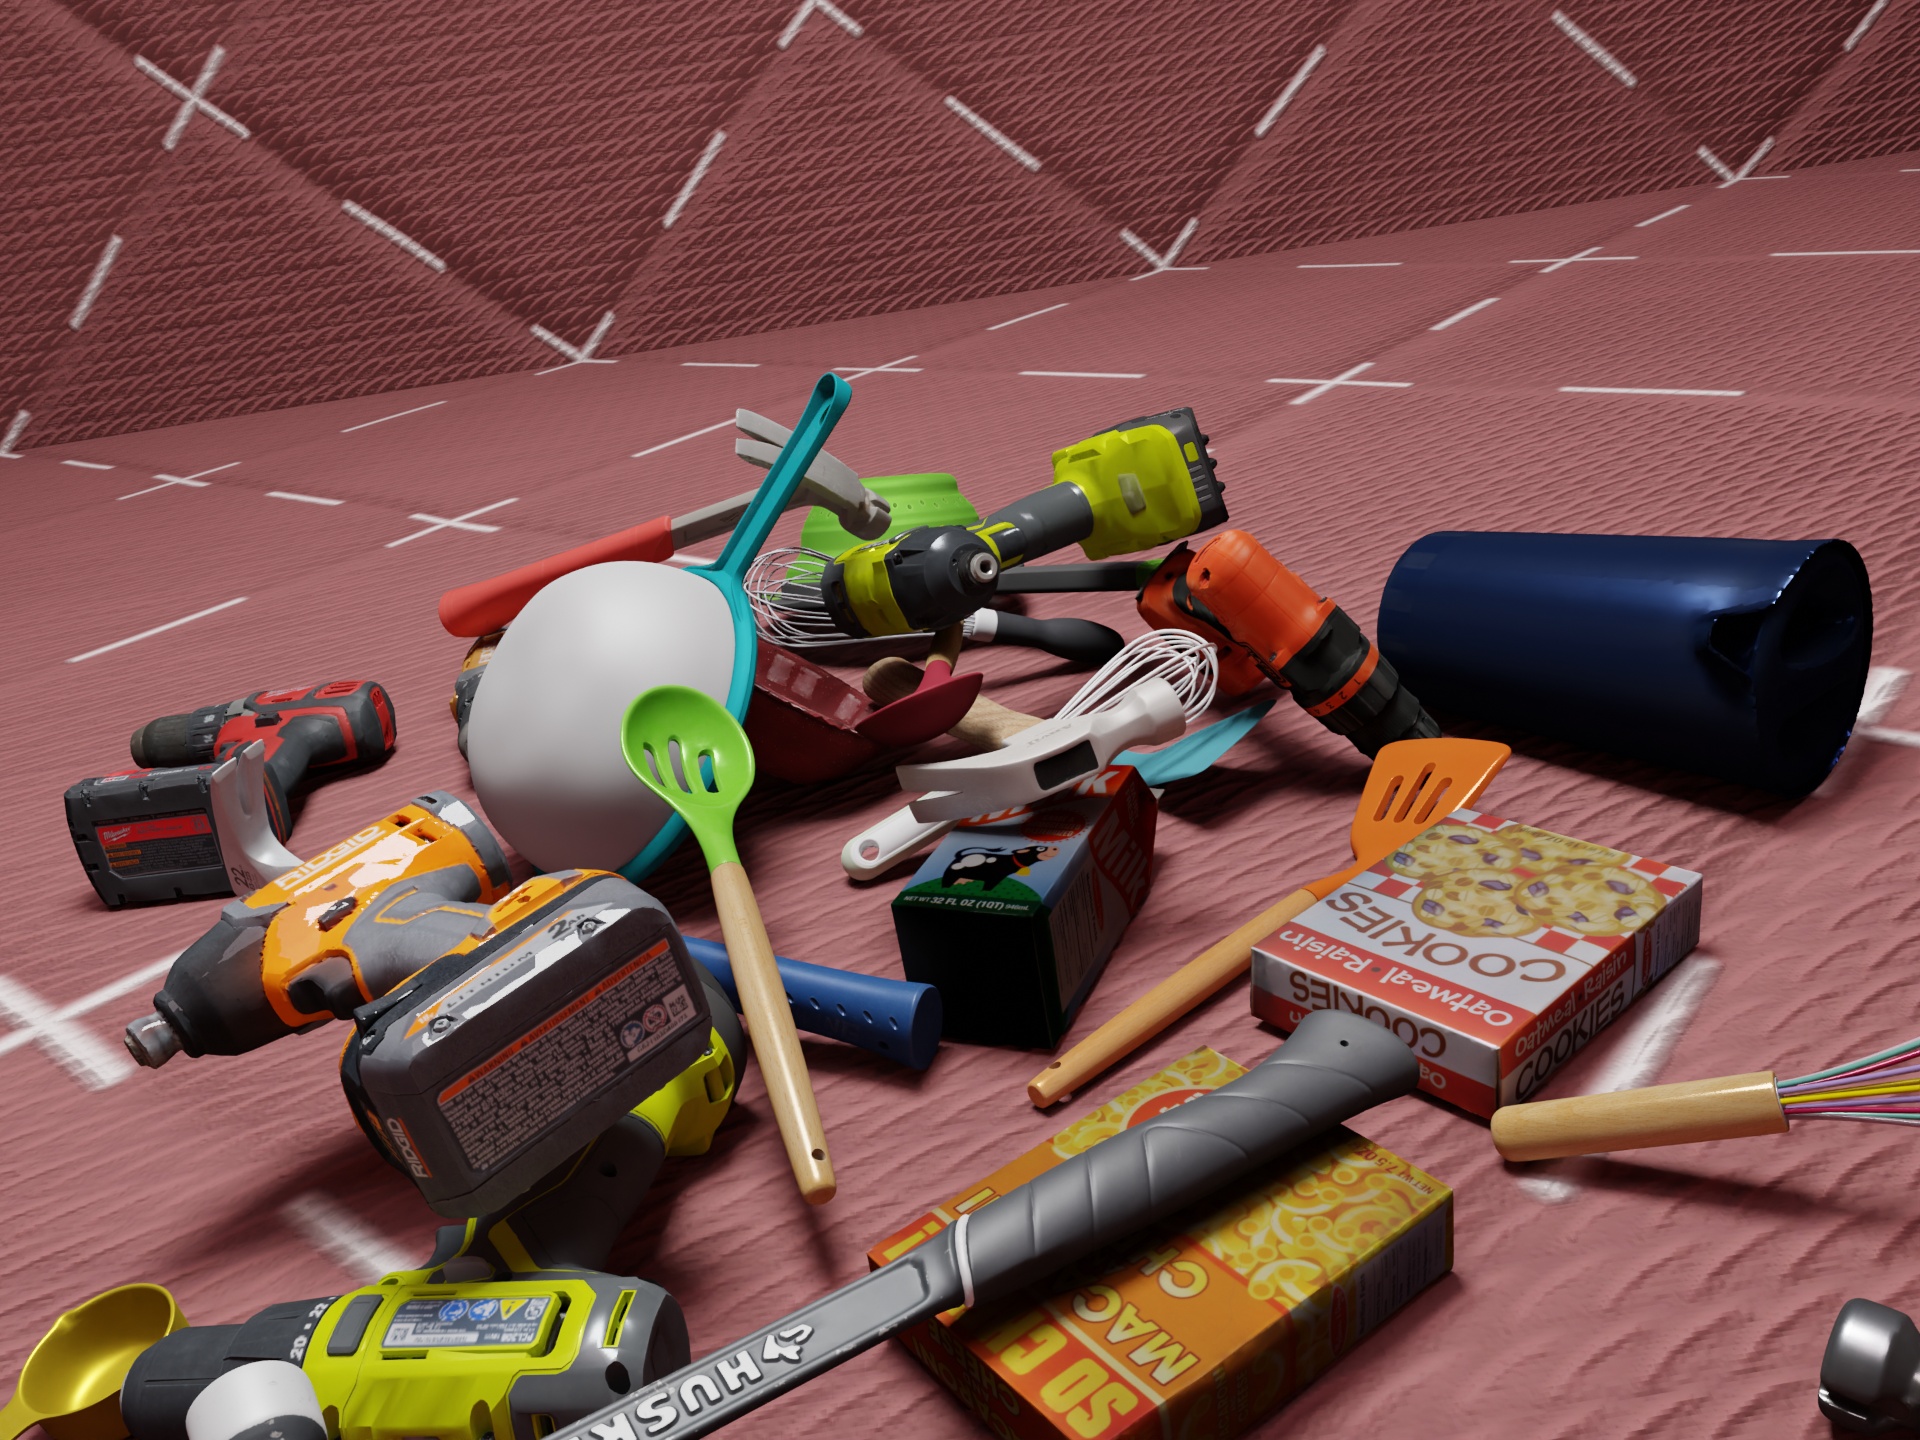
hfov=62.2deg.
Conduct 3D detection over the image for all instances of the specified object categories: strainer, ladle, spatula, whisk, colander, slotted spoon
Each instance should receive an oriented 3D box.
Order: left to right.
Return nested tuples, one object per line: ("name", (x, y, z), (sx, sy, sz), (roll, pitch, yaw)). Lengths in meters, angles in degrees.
("strainer", (-0.183, -0.063, 0.896), (0.095, 0.340, 0.211), (28, 8, -38))
("slotted spoon", (-0.101, 0.086, 0.709), (0.070, 0.031, 0.314), (8, 32, -27))
("ladle", (-0.013, -0.033, 0.904), (0.069, 0.031, 0.315), (-23, 11, 8))
("whisk", (-0.015, -0.071, 1.081), (0.284, 0.070, 0.070), (7, 18, -20))
("colander", (0.006, -0.140, 1.184), (0.397, 0.094, 0.204), (2, 11, 42))
("whisk", (0.041, 0.020, 0.895), (0.246, 0.058, 0.059), (-31, -16, -7))
("spatula", (0.050, -0.001, 1.000), (0.318, 0.044, 0.082), (13, 40, 43))
("spatula", (0.148, 0.090, 0.761), (0.322, 0.041, 0.081), (-27, 17, -34))
("whisk", (0.304, 0.127, 0.545), (0.245, 0.051, 0.047), (-17, 15, 30))

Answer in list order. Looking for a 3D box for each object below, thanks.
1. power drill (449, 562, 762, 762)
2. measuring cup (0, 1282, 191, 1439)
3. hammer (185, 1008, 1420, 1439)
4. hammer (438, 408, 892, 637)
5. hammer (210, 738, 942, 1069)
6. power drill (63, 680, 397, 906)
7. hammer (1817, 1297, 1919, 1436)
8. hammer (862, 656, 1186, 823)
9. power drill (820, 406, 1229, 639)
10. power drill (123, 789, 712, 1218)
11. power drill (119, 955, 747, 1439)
("power drill", (-0.256, -0.036, 1.150), (0.226, 0.084, 0.185), (-15, 23, -4))
("measuring cup", (-0.341, 0.268, 0.559), (0.062, 0.029, 0.156), (10, 42, 38))
("hammer", (-0.012, 0.180, 0.497), (0.409, 0.036, 0.149), (-18, 36, -27))
("hammer", (-0.231, -0.118, 1.081), (0.359, 0.037, 0.149), (-14, -22, 30))
("hammer", (-0.202, 0.102, 0.777), (0.405, 0.144, 0.035), (9, 35, 21))
("power drill", (-0.508, 0.038, 1.075), (0.188, 0.080, 0.227), (-7, 20, 4))
("hammer", (0.432, 0.138, 0.552), (0.143, 0.038, 0.386), (14, 32, 40))
("hammer", (-0.001, -0.003, 0.892), (0.130, 0.031, 0.331), (-24, 14, -13))
("power drill", (0.044, -0.113, 0.956), (0.223, 0.080, 0.171), (-26, 11, -25))
("power drill", (-0.220, 0.106, 0.619), (0.164, 0.084, 0.227), (-34, 30, -33))
("power drill", (-0.184, 0.189, 0.610), (0.190, 0.080, 0.229), (-4, 26, 8))
